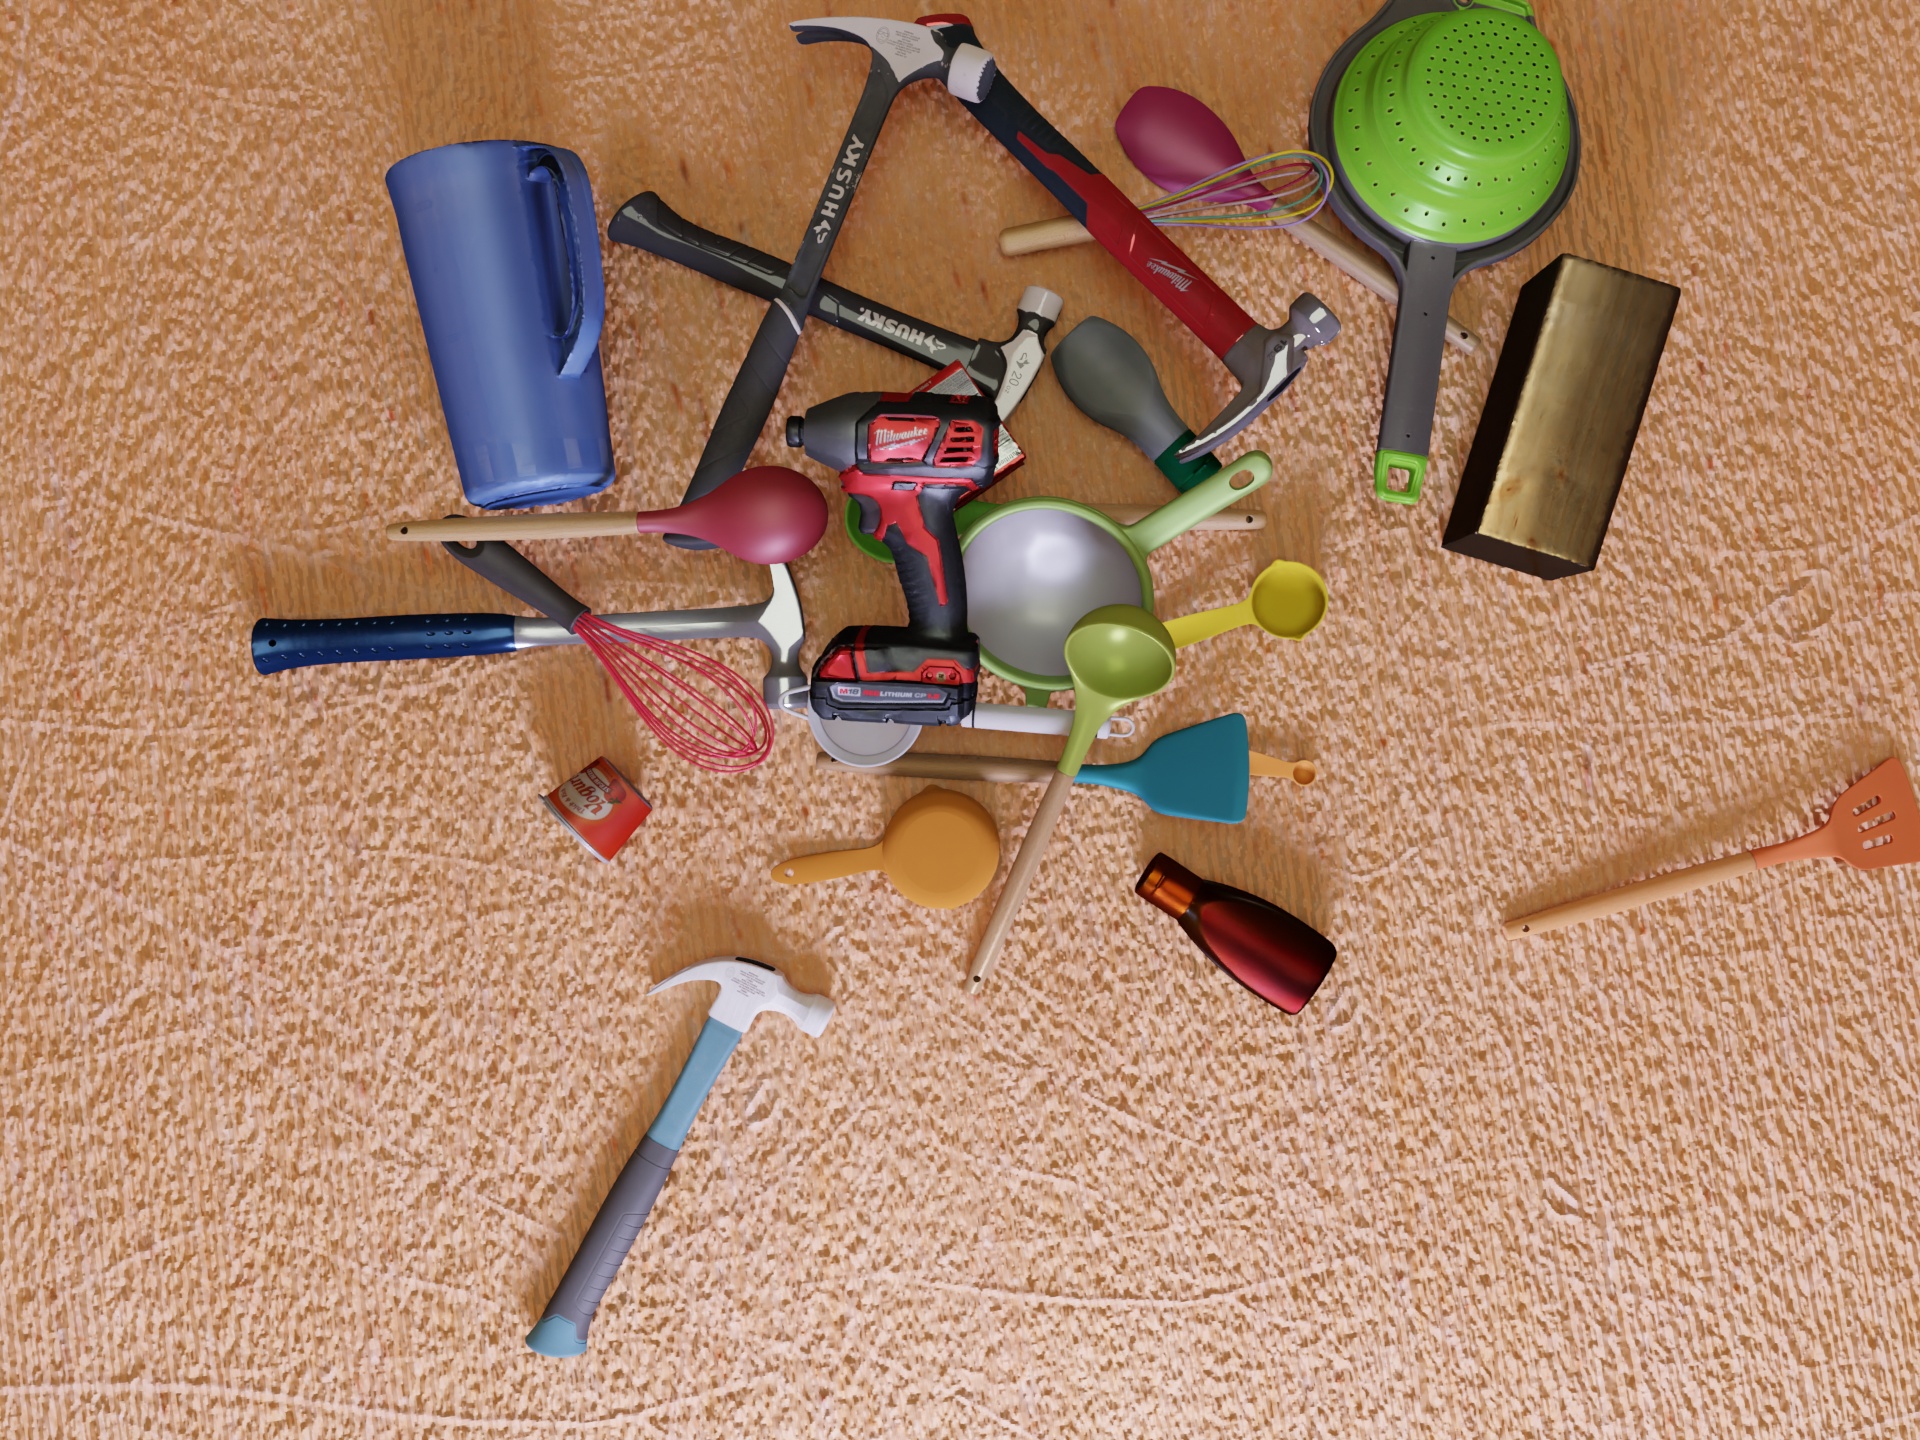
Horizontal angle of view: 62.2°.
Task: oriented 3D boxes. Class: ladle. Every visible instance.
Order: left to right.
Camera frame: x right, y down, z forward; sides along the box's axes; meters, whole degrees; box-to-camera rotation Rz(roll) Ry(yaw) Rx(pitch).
[{"bbox_3d":[-0.251,-0.140,1.119,0.315,0.031,0.069,-2,92,5],"label":"ladle"},{"bbox_3d":[0.065,0.064,1.131,0.078,0.062,0.320,22,107,-2],"label":"ladle"}]

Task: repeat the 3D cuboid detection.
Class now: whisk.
[{"bbox_3d":[-0.256,-0.059,1.136,0.296,0.073,0.073,35,90,6],"label":"whisk"},{"bbox_3d":[0.148,-0.377,1.163,0.245,0.047,0.051,-9,77,10],"label":"whisk"}]

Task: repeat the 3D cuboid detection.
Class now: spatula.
[{"bbox_3d":[0.051,0.033,1.173,0.317,0.044,0.082,2,76,2],"label":"spatula"},{"bbox_3d":[0.560,0.111,1.181,0.322,0.041,0.081,-17,90,4],"label":"spatula"}]

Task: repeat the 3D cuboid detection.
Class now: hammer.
[{"bbox_3d":[-0.318,-0.071,1.180,0.405,0.035,0.144,-3,90,0],"label":"hammer"},{"bbox_3d":[-0.226,0.325,1.180,0.128,0.033,0.331,29,90,0],"label":"hammer"},{"bbox_3d":[-0.121,-0.311,1.141,0.149,0.036,0.409,24,91,10],"label":"hammer"},{"bbox_3d":[-0.103,-0.306,1.179,0.335,0.035,0.146,22,89,1],"label":"hammer"},{"bbox_3d":[0.086,-0.360,1.141,0.143,0.038,0.386,-44,78,10],"label":"hammer"}]

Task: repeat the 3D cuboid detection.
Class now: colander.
[{"bbox_3d":[0.347,-0.355,1.130,0.204,0.094,0.397,9,85,-2],"label":"colander"}]

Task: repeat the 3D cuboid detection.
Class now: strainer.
[{"bbox_3d":[-0.002,-0.004,1.164,0.258,0.050,0.087,5,91,5],"label":"strainer"},{"bbox_3d":[0.108,-0.126,1.129,0.256,0.069,0.151,-31,109,24],"label":"strainer"}]

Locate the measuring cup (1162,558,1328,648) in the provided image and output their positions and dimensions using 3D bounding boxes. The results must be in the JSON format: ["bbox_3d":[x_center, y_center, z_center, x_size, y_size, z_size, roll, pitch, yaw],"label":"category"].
[{"bbox_3d":[0.196,-0.075,1.187,0.156,0.029,0.062,-16,90,12],"label":"measuring cup"}]

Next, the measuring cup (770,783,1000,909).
[{"bbox_3d":[-0.056,0.102,1.169,0.173,0.052,0.095,-9,90,-2],"label":"measuring cup"}]

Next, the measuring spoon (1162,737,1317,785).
[{"bbox_3d":[0.208,0.030,1.191,0.117,0.011,0.021,11,89,4],"label":"measuring spoon"}]

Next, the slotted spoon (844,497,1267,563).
[{"bbox_3d":[0.071,-0.150,1.182,0.313,0.031,0.070,1,98,-2],"label":"slotted spoon"}]

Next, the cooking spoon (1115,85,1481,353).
[{"bbox_3d":[0.254,-0.369,1.184,0.319,0.017,0.069,35,92,1],"label":"cooking spoon"}]

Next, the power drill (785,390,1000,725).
[{"bbox_3d":[-0.049,-0.113,1.081,0.143,0.079,0.219,3,107,3],"label":"power drill"}]
